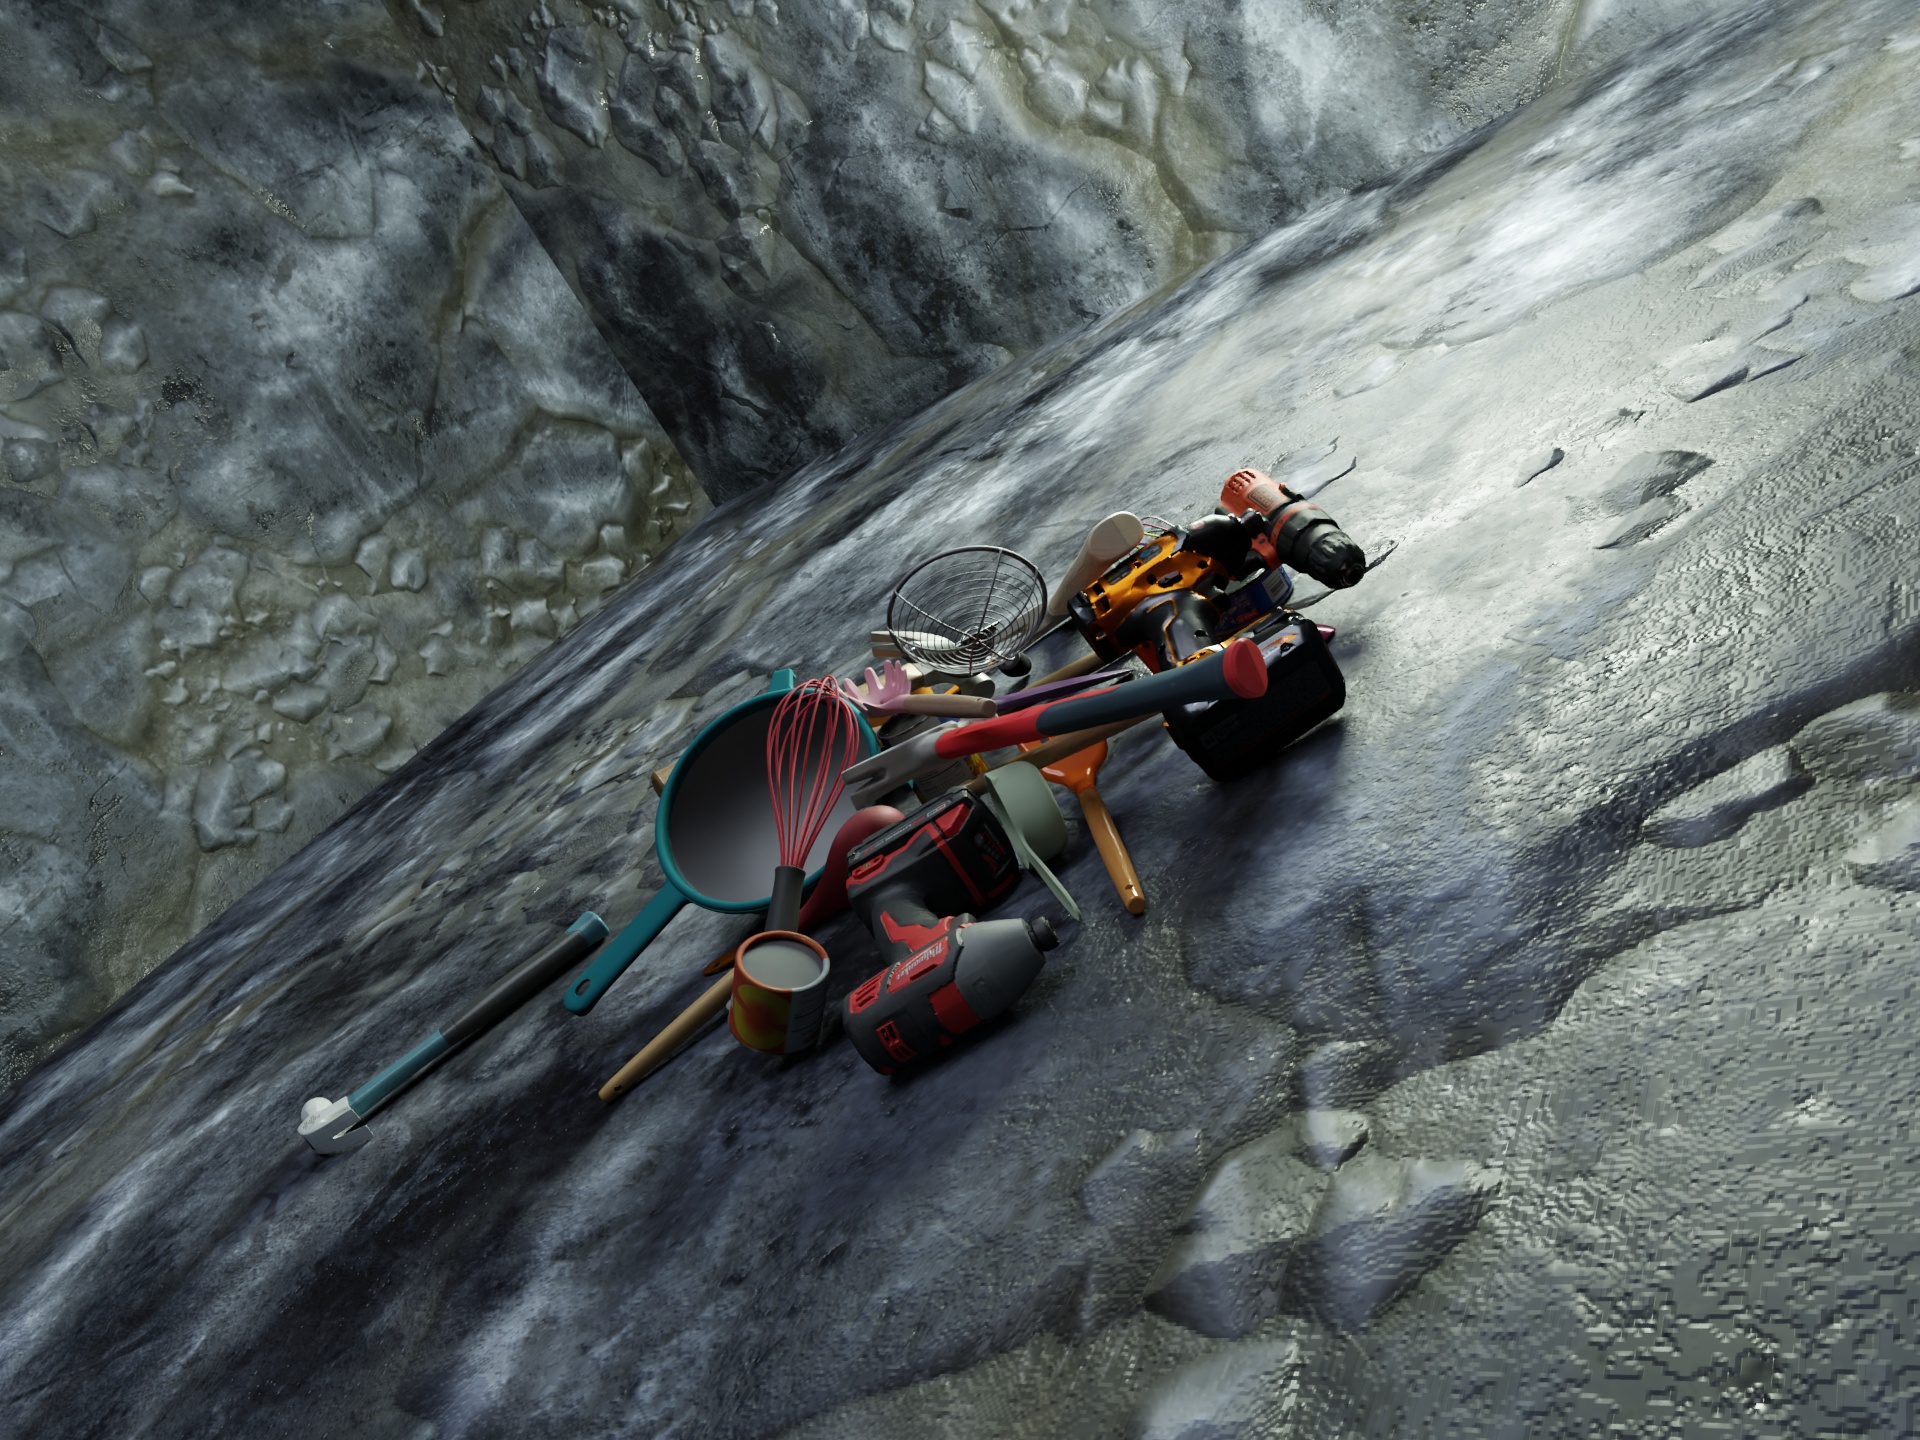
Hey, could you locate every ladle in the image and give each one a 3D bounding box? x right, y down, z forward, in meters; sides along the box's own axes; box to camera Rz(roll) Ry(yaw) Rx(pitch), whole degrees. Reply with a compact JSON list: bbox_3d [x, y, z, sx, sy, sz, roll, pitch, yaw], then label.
[{"bbox_3d":[0.017,-0.011,1.441,0.320,0.062,0.078,-28,0,4],"label":"ladle"},{"bbox_3d":[-0.155,0.183,1.228,0.315,0.069,0.031,-42,19,-9],"label":"ladle"}]

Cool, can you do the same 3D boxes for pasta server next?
[{"bbox_3d":[-0.034,-0.019,1.254,0.060,0.040,0.316,-27,10,-16],"label":"pasta server"}]

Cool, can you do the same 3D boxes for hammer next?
[{"bbox_3d":[-0.137,-0.003,1.496,0.331,0.031,0.130,-25,45,-26],"label":"hammer"},{"bbox_3d":[-0.477,0.292,1.508,0.331,0.033,0.128,-38,17,-16],"label":"hammer"},{"bbox_3d":[0.100,-0.121,1.415,0.146,0.038,0.410,-34,-2,-3],"label":"hammer"},{"bbox_3d":[0.061,0.003,1.099,0.143,0.038,0.386,-26,6,-32],"label":"hammer"}]

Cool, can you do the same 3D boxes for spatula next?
[{"bbox_3d":[-0.002,-0.004,1.391,0.316,0.018,0.060,-15,-2,11],"label":"spatula"},{"bbox_3d":[0.094,0.057,1.150,0.081,0.041,0.323,-20,20,2],"label":"spatula"}]

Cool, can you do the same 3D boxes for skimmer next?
[{"bbox_3d":[0.024,-0.082,1.361,0.127,0.090,0.363,-22,-3,7],"label":"skimmer"}]

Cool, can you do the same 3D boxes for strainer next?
[{"bbox_3d":[-0.189,0.130,1.343,0.340,0.095,0.211,-47,51,-7],"label":"strainer"},{"bbox_3d":[-0.012,-0.061,1.433,0.087,0.050,0.258,-30,-4,15],"label":"strainer"}]

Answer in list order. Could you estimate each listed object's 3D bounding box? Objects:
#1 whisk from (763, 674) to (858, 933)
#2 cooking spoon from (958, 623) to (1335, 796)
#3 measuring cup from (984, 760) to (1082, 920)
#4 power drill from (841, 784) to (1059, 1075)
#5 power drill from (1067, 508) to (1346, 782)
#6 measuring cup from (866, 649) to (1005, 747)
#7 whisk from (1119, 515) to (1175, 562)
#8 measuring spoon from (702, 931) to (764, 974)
[{"bbox_3d":[-0.126,0.096,1.206,0.073,0.073,0.296,-17,55,40],"label":"whisk"},{"bbox_3d":[0.143,-0.011,1.207,0.319,0.017,0.069,-25,16,-11],"label":"cooking spoon"},{"bbox_3d":[0.064,0.085,1.106,0.038,0.083,0.168,-26,32,-7],"label":"measuring cup"},{"bbox_3d":[-0.009,0.135,1.064,0.143,0.078,0.220,-31,21,8],"label":"power drill"},{"bbox_3d":[0.186,-0.070,1.160,0.164,0.084,0.227,-35,35,3],"label":"power drill"},{"bbox_3d":[-0.036,-0.039,1.600,0.173,0.052,0.095,-35,14,-5],"label":"measuring cup"},{"bbox_3d":[0.221,-0.170,1.542,0.051,0.047,0.245,-37,21,-17],"label":"whisk"},{"bbox_3d":[-0.166,0.185,1.305,0.117,0.011,0.021,-30,19,21],"label":"measuring spoon"}]
